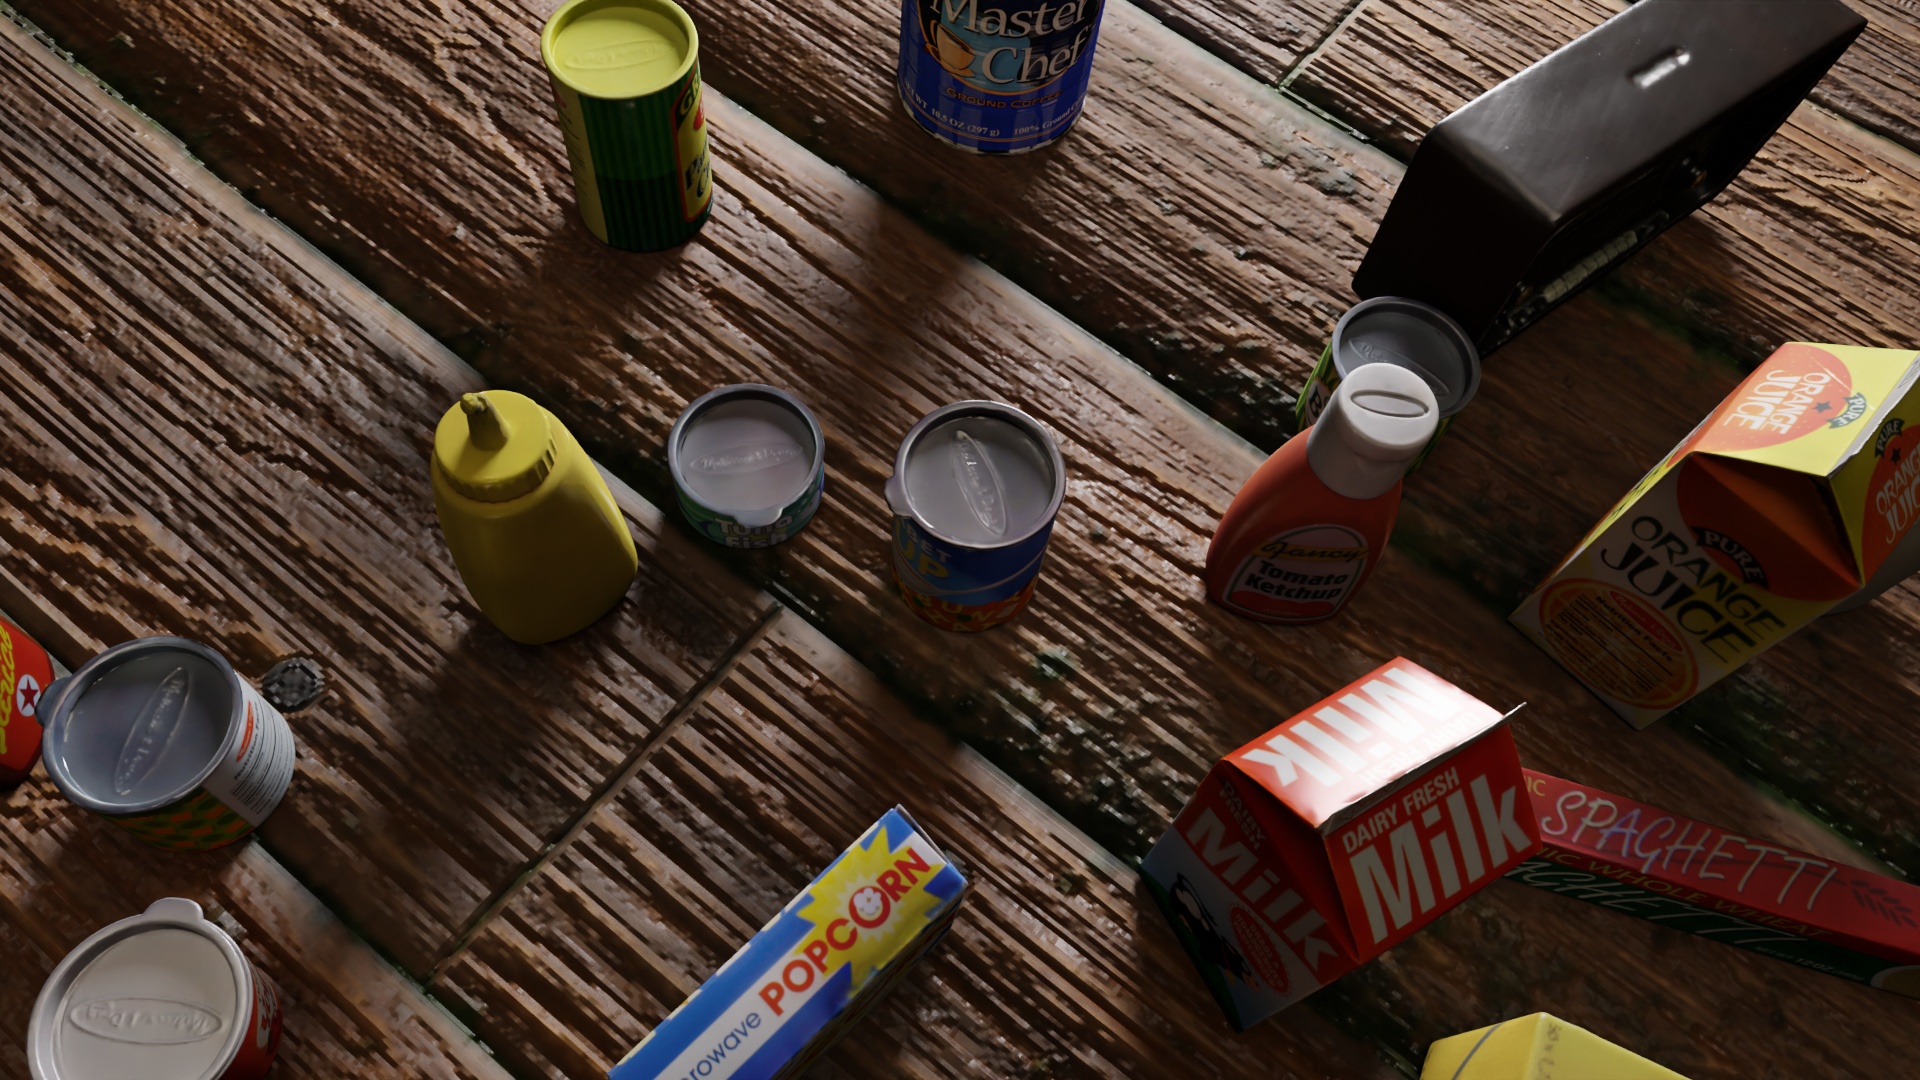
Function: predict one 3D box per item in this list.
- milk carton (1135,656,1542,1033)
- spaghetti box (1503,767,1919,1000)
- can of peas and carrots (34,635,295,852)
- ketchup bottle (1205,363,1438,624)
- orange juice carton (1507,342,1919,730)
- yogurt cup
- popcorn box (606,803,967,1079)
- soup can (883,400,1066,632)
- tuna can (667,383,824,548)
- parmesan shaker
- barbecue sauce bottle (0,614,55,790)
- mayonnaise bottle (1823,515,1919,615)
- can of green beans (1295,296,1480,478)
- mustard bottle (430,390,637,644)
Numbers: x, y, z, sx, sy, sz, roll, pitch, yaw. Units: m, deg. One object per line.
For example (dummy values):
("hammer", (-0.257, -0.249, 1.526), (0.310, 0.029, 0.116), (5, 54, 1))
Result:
("milk carton", (0.122, 0.102, 0.462), (0.072, 0.189, 0.073), (-26, 68, -17))
("spaghetti box", (0.292, 0.133, 0.540), (0.250, 0.050, 0.029), (16, 63, 3))
("can of peas and carrots", (-0.292, 0.076, 0.512), (0.071, 0.058, 0.071), (2, 63, -4))
("ketchup bottle", (0.143, -0.015, 0.548), (0.065, 0.148, 0.044), (8, 63, -1))
("orange juice carton", (0.297, -0.005, 0.532), (0.072, 0.191, 0.073), (-40, 73, -22))
("yogurt cup", (-0.267, 0.165, 0.471), (0.072, 0.053, 0.073), (2, 63, -4))
("popcorn box", (-0.057, 0.156, 0.477), (0.127, 0.085, 0.038), (-41, 73, -22))
("soup can", (0.002, -0.007, 0.568), (0.071, 0.083, 0.071), (2, 63, -4))
("tuna can", (-0.091, -0.030, 0.600), (0.071, 0.032, 0.071), (2, 63, -4))
("parmesan shaker", (-0.150, -0.193, 0.640), (0.071, 0.102, 0.071), (2, 63, -4))
("barbecue sauce bottle", (-0.368, 0.037, 0.475), (0.044, 0.148, 0.065), (-4, 63, -7))
("mayonnaise bottle", (0.390, -0.015, 0.571), (0.065, 0.147, 0.041), (-4, 63, -7))
("can of green beans", (0.192, -0.067, 0.631), (0.071, 0.057, 0.071), (2, 63, -4))
("mustard bottle", (-0.161, -0.014, 0.514), (0.065, 0.159, 0.049), (-32, 70, -19))
